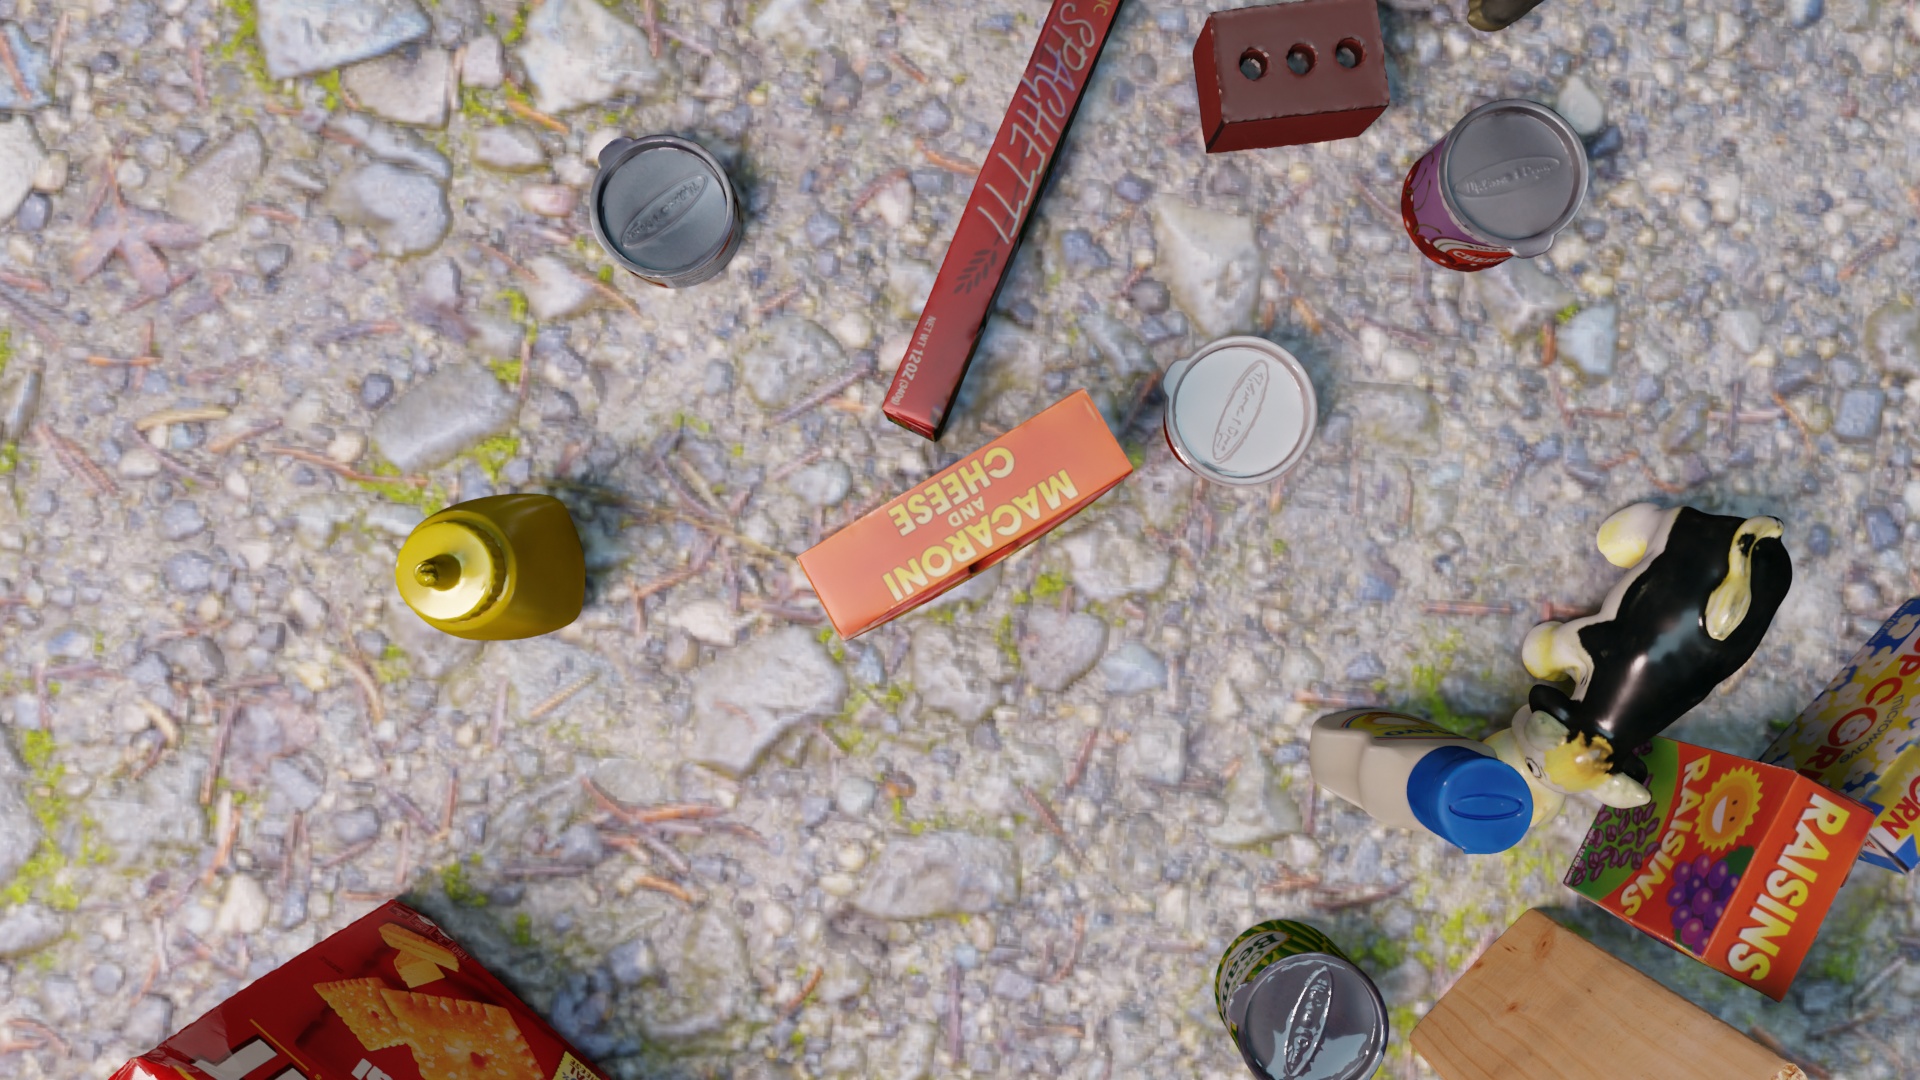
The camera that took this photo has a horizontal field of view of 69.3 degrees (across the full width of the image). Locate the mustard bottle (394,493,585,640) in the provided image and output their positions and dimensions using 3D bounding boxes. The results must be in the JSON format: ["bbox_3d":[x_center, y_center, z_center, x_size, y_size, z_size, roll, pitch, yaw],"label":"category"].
[{"bbox_3d":[-0.198,0.011,0.579,0.049,0.160,0.065,-9,89,-1],"label":"mustard bottle"}]

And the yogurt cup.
[{"bbox_3d":[0.124,-0.057,0.638,0.072,0.054,0.072,0,89,-1],"label":"yogurt cup"}]

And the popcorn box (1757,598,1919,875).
[{"bbox_3d":[0.425,0.083,0.621,0.038,0.085,0.127,43,89,0],"label":"popcorn box"}]

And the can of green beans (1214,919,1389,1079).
[{"bbox_3d":[0.152,0.211,0.629,0.071,0.058,0.071,0,89,-1],"label":"can of green beans"}]

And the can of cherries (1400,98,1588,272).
[{"bbox_3d":[0.244,-0.159,0.639,0.071,0.058,0.071,0,89,-1],"label":"can of cherries"}]

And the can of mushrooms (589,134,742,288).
[{"bbox_3d":[-0.138,-0.154,0.647,0.071,0.033,0.071,0,89,-1],"label":"can of mushrooms"}]

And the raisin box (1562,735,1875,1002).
[{"bbox_3d":[0.322,0.136,0.600,0.040,0.123,0.086,29,89,0],"label":"raisin box"}]

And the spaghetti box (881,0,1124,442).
[{"bbox_3d":[0.025,-0.166,0.641,0.029,0.050,0.250,23,88,0],"label":"spaghetti box"}]

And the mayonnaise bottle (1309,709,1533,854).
[{"bbox_3d":[0.195,0.099,0.587,0.065,0.148,0.041,0,89,0],"label":"mayonnaise bottle"}]

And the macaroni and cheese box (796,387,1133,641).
[{"bbox_3d":[0.002,-0.007,0.579,0.124,0.166,0.040,-30,90,-1],"label":"macaroni and cheese box"}]
